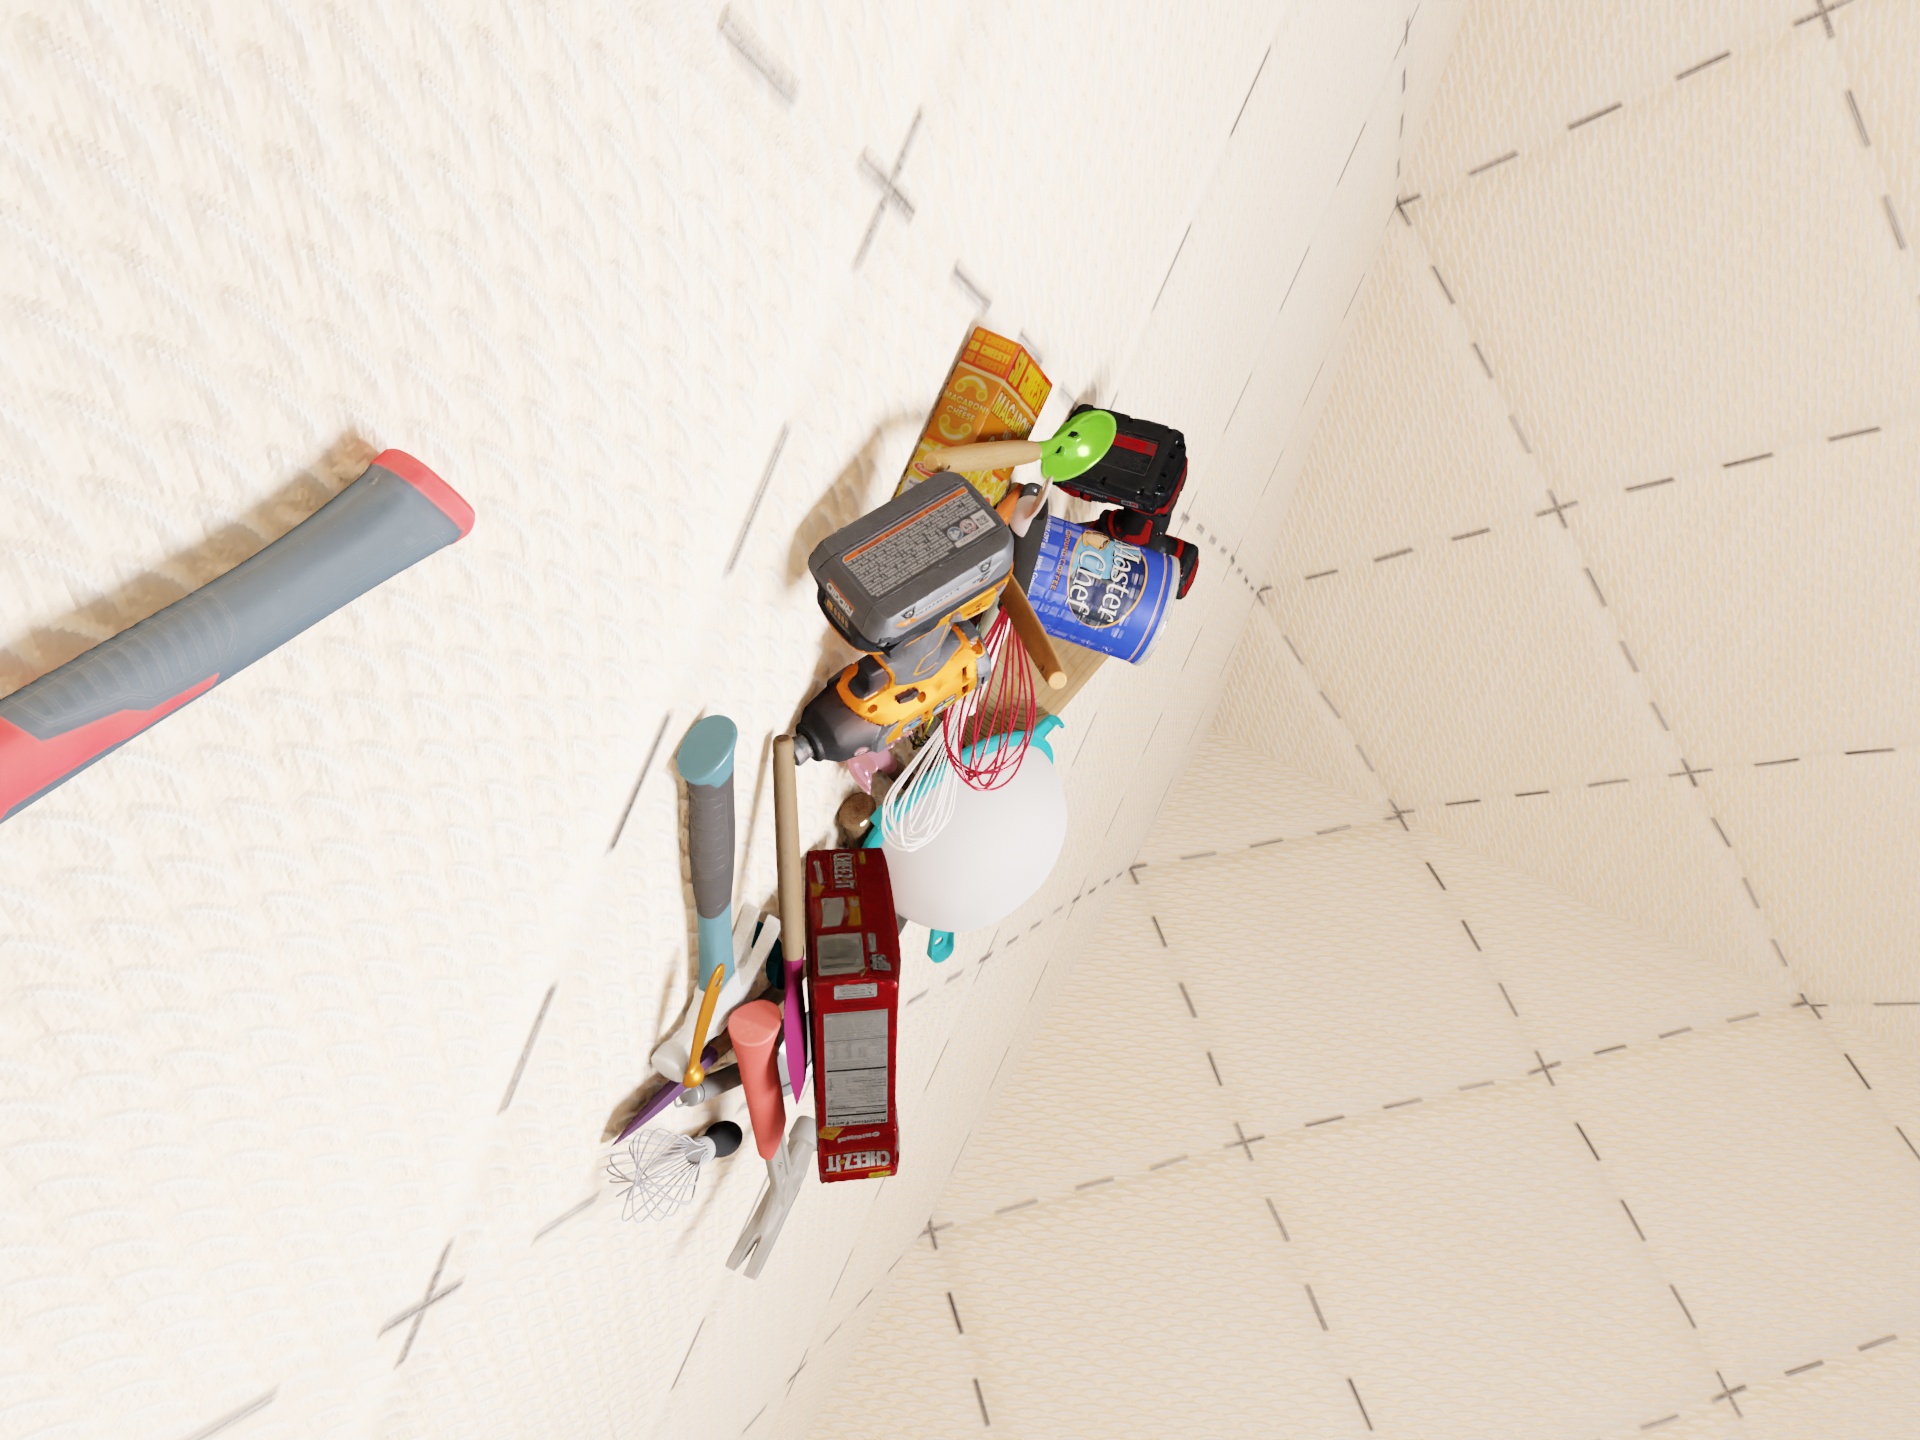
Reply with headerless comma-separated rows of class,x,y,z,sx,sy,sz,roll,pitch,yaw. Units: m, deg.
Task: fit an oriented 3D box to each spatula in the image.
spatula,0.042,-0.090,1.118,0.323,0.041,0.081,-110,-140,-63
spatula,-0.188,0.256,1.266,0.059,0.018,0.316,-43,177,24

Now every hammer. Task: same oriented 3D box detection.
hammer,-0.078,0.142,1.459,0.130,0.031,0.331,-59,165,-21
hammer,-0.166,0.116,1.070,0.128,0.033,0.330,-53,163,-37
hammer,-0.161,0.334,1.302,0.358,0.037,0.149,92,21,-55
hammer,-0.282,0.027,0.460,0.386,0.038,0.143,-49,161,-48

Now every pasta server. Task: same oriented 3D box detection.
pasta server,-0.051,0.047,1.376,0.060,0.040,0.316,-55,167,-4

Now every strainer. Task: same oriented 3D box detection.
strainer,0.014,0.153,1.422,0.211,0.095,0.340,-28,150,-24
strainer,-0.174,0.291,1.347,0.258,0.050,0.087,-1,111,-69

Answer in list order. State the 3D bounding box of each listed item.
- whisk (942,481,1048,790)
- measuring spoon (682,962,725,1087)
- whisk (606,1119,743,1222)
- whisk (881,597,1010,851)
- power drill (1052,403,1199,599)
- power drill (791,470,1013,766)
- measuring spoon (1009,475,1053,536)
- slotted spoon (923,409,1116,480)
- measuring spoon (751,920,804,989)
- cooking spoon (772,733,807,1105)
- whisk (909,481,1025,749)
whisk,0.037,-0.074,1.265,0.073,0.073,0.296,92,8,-59
measuring spoon,-0.177,0.216,1.117,0.021,0.011,0.116,-41,153,-56
whisk,-0.216,0.348,1.265,0.070,0.070,0.284,-63,171,-4
whisk,-0.002,-0.004,1.283,0.057,0.059,0.246,49,56,-48
power drill,0.150,-0.198,1.504,0.078,0.143,0.219,-64,161,-18
power drill,-0.049,-0.051,1.064,0.164,0.084,0.226,-33,162,-19
measuring spoon,0.054,-0.171,1.234,0.124,0.018,0.034,138,-31,-80
slotted spoon,0.043,-0.194,1.139,0.070,0.031,0.314,-50,170,24
measuring spoon,-0.157,0.181,1.275,0.042,0.021,0.128,-61,157,-17
cooking spoon,-0.123,0.150,1.156,0.069,0.017,0.318,-94,-176,-60
whisk,0.009,-0.087,1.354,0.245,0.051,0.047,-68,161,0
